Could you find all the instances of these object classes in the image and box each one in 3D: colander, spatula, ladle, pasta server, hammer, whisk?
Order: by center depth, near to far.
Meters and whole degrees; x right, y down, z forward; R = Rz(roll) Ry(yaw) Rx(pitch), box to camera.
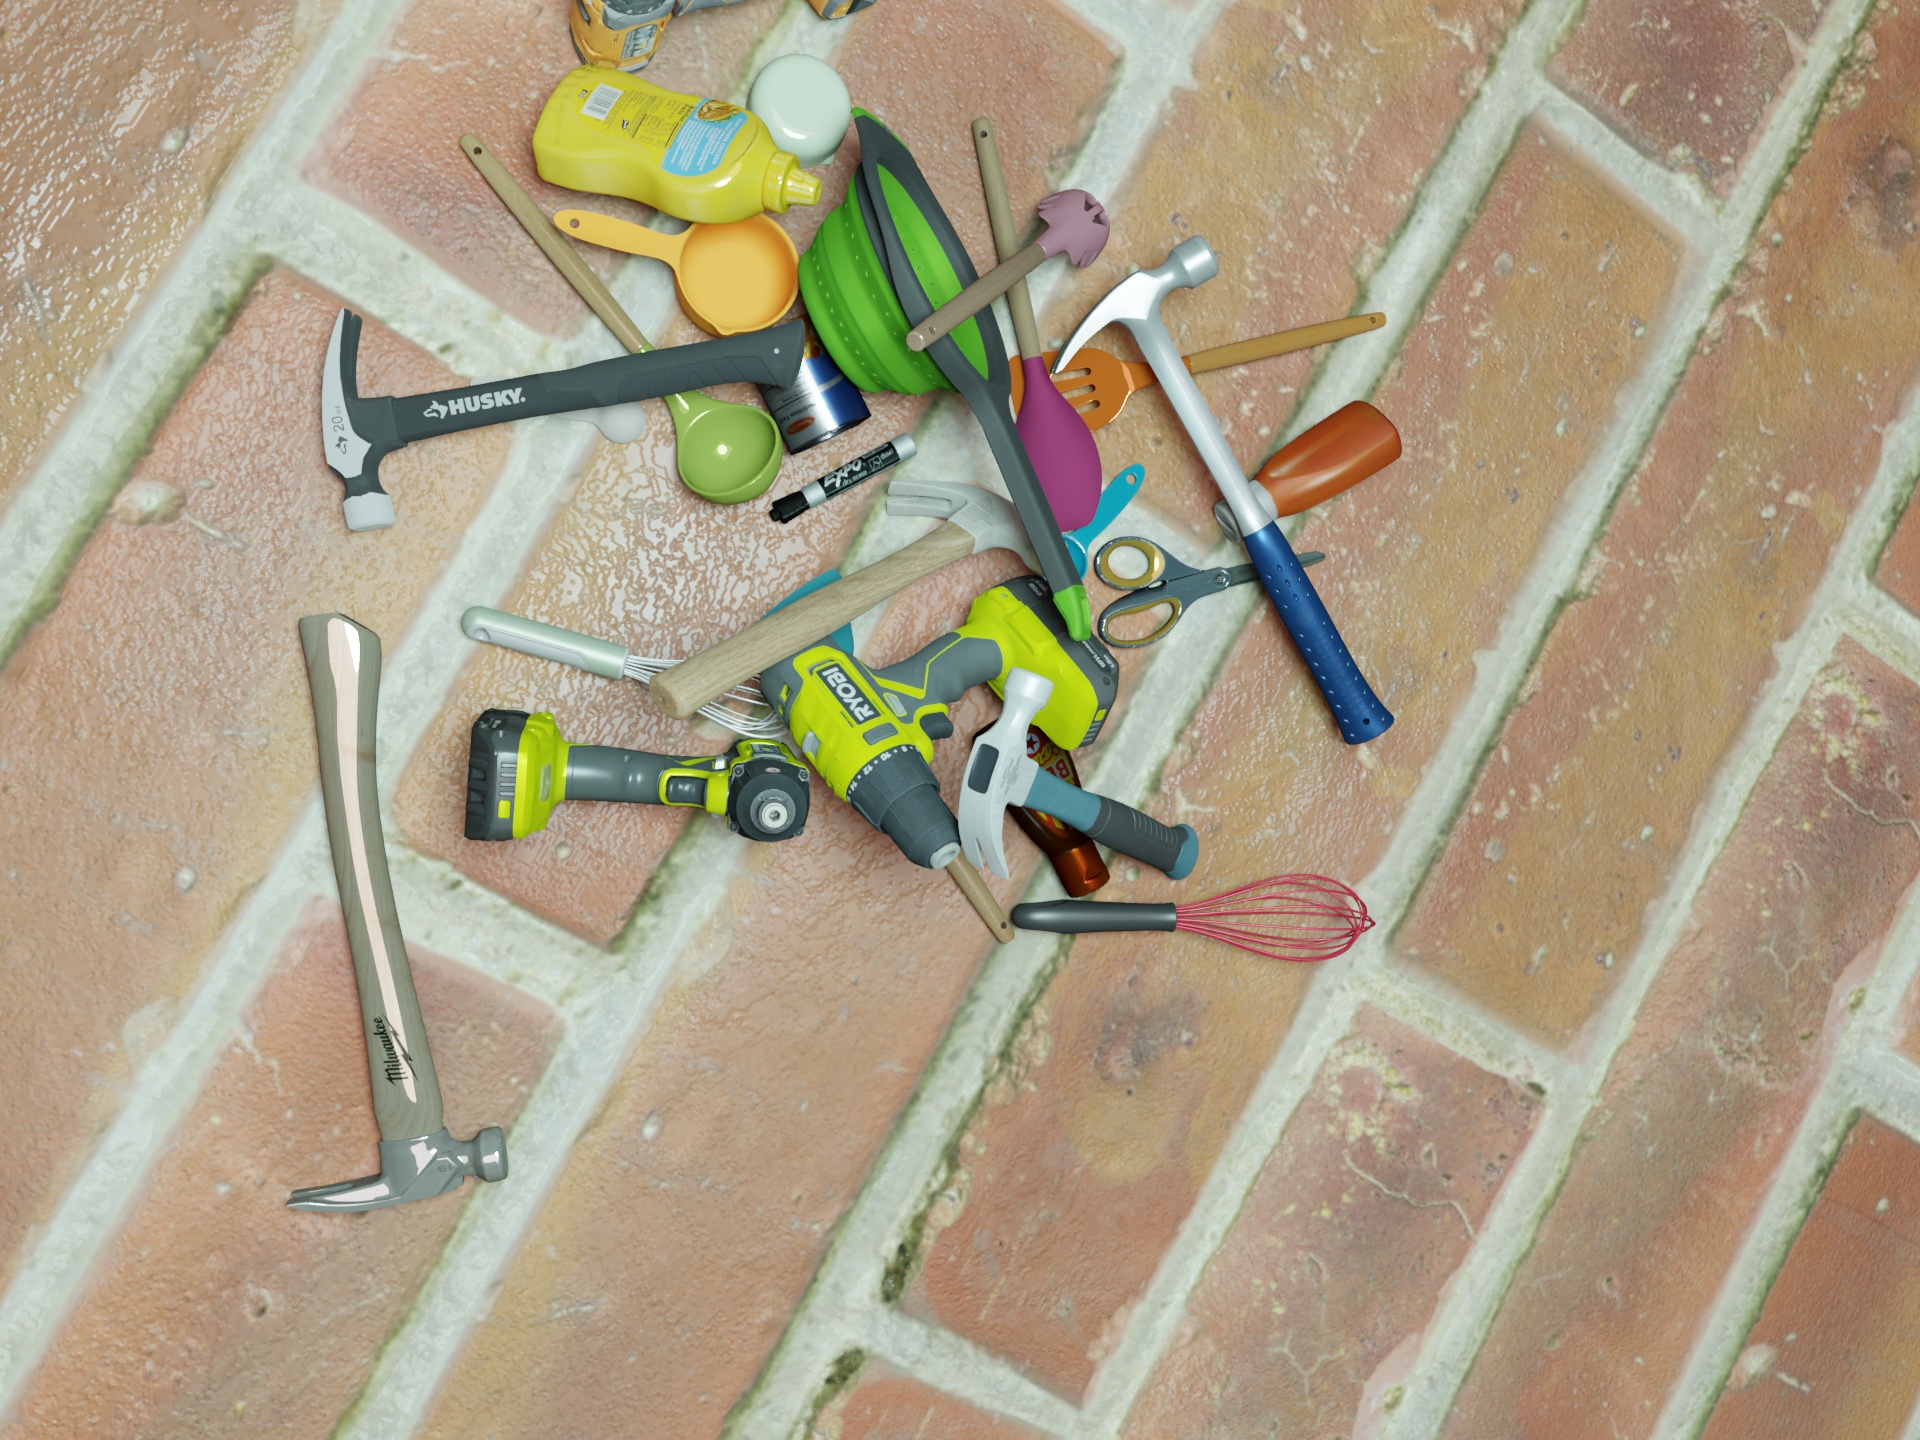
[{"bbox_3d":[-0.270,-0.232,1.091,0.335,0.035,0.146,-11,93,-1],"label":"hammer"},{"bbox_3d":[-0.417,0.132,1.099,0.146,0.038,0.410,-9,93,-13],"label":"hammer"},{"bbox_3d":[-0.078,-0.087,1.101,0.130,0.031,0.331,36,49,26],"label":"hammer"},{"bbox_3d":[0.036,-0.313,1.107,0.060,0.040,0.316,53,41,-11],"label":"pasta server"},{"bbox_3d":[-0.019,-0.225,1.123,0.094,0.204,0.397,-24,85,18],"label":"colander"},{"bbox_3d":[-0.243,-0.285,1.123,0.078,0.062,0.320,-41,98,-7],"label":"ladle"},{"bbox_3d":[0.096,0.066,1.126,0.330,0.033,0.128,26,86,-56],"label":"hammer"},{"bbox_3d":[-0.234,-0.038,1.138,0.246,0.057,0.059,16,53,-11],"label":"whisk"},{"bbox_3d":[-0.044,0.040,1.190,0.082,0.044,0.317,-39,102,-26],"label":"spatula"},{"bbox_3d":[0.217,-0.154,1.218,0.144,0.035,0.405,-31,104,4],"label":"hammer"},{"bbox_3d":[0.185,0.154,1.248,0.295,0.073,0.073,2,91,-10],"label":"whisk"},{"bbox_3d":[0.195,-0.284,1.256,0.322,0.041,0.081,-17,92,-18],"label":"spatula"}]

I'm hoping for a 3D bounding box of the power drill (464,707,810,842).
[{"bbox_3d":[-0.215,0.043,1.081,0.223,0.171,0.080,4,96,-11],"label":"power drill"}]

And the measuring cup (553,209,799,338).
[{"bbox_3d":[-0.202,-0.328,1.134,0.173,0.052,0.095,13,88,-13],"label":"measuring cup"}]

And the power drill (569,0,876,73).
[{"bbox_3d":[-0.151,-0.521,1.075,0.226,0.185,0.084,-24,96,-16],"label":"power drill"}]

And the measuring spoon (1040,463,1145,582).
[{"bbox_3d":[0.102,-0.152,1.241,0.042,0.021,0.128,42,72,-7],"label":"measuring spoon"}]

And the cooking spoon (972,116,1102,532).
[{"bbox_3d":[0.049,-0.300,1.210,0.069,0.017,0.319,-12,91,7],"label":"cooking spoon"}]

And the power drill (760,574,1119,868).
[{"bbox_3d":[-0.002,-0.004,1.118,0.228,0.080,0.191,-23,61,-33],"label":"power drill"}]

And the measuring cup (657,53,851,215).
[{"bbox_3d":[-0.151,-0.418,1.150,0.167,0.038,0.083,-40,101,-13],"label":"measuring cup"}]

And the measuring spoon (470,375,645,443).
[{"bbox_3d":[-0.286,-0.226,1.131,0.124,0.018,0.034,11,89,-14],"label":"measuring spoon"}]
